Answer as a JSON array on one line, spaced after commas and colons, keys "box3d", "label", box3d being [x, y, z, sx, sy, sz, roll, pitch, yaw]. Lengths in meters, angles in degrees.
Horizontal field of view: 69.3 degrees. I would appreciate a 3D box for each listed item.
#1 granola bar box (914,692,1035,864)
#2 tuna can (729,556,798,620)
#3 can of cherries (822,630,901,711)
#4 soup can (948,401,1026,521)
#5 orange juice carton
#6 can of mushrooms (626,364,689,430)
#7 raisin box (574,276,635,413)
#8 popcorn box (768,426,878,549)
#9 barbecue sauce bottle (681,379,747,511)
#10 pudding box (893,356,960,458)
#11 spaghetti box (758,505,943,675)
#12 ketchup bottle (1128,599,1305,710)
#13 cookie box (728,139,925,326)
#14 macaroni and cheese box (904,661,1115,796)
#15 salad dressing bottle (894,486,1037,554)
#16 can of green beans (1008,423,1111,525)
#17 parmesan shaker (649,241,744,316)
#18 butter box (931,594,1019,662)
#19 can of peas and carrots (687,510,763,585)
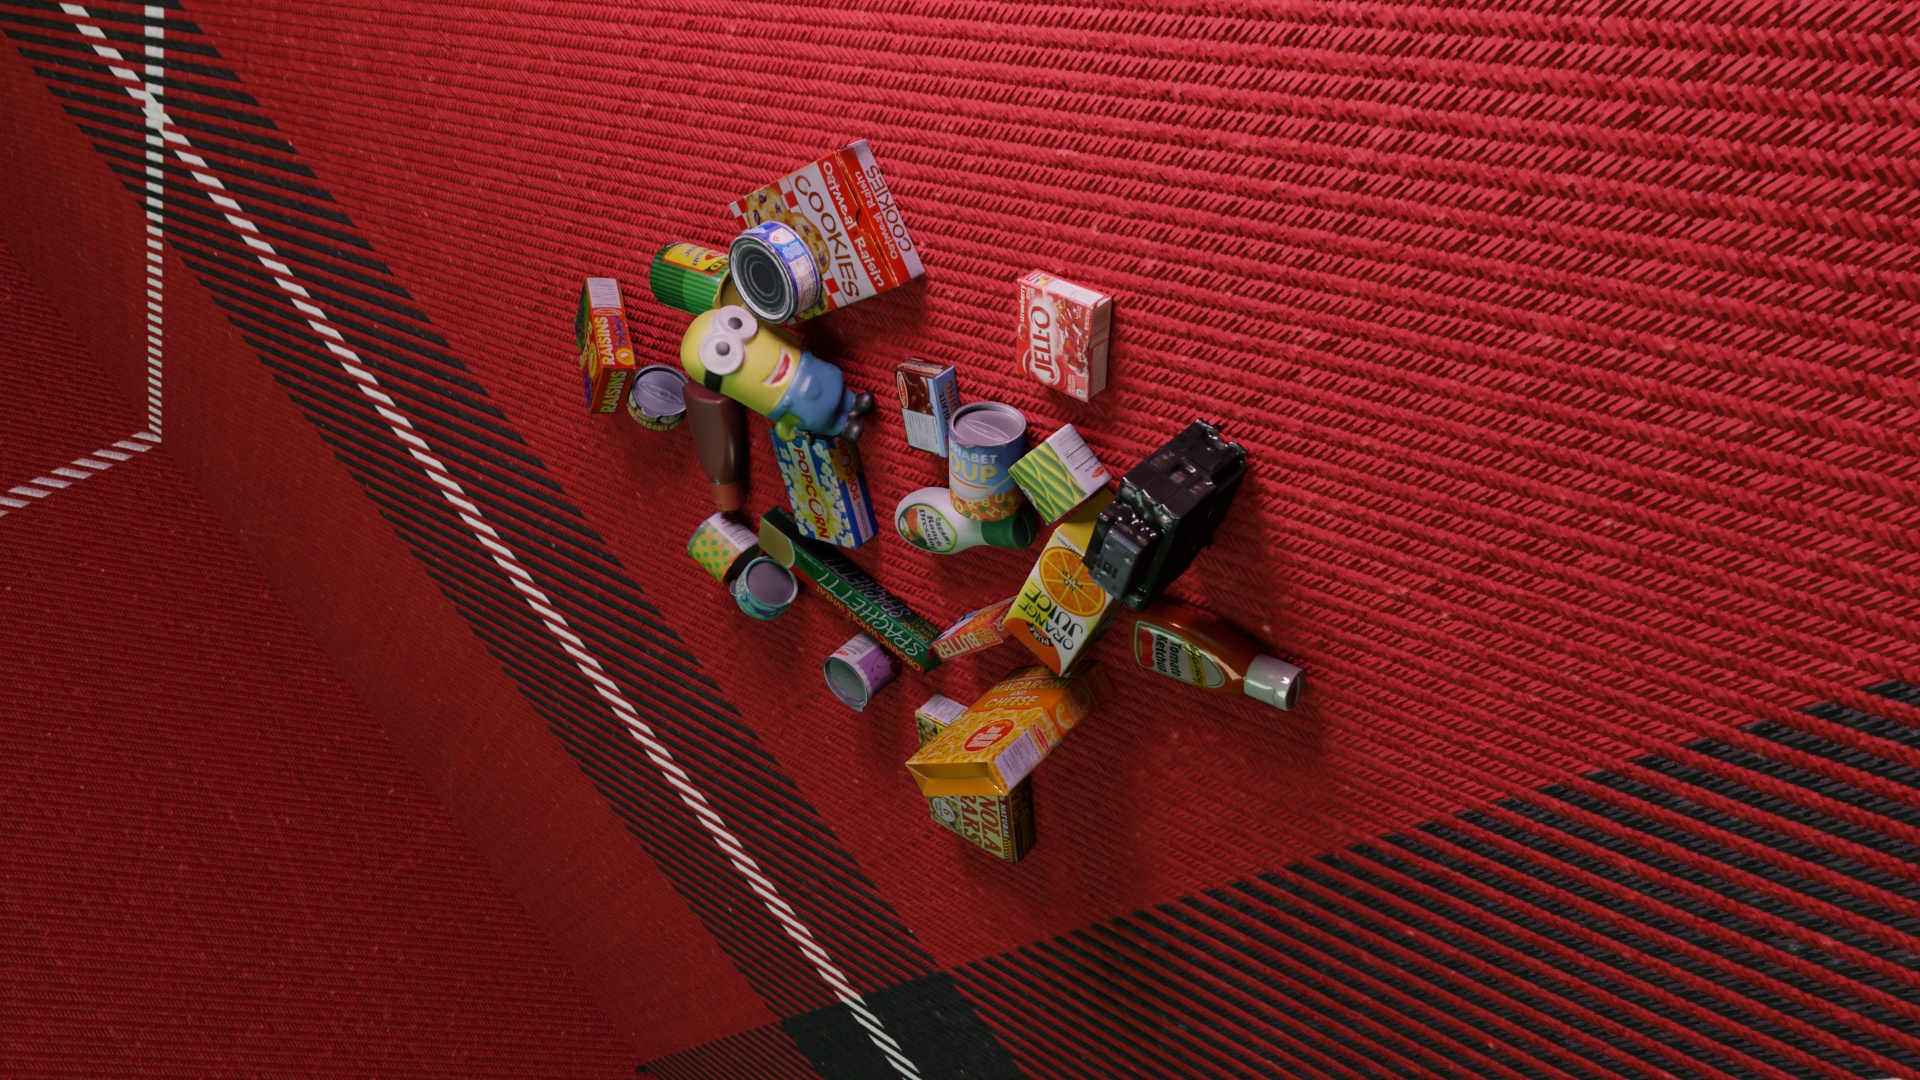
[{"box3d": [0.016, 0.257, 1.494, 0.124, 0.039, 0.164, 21, 133, 34], "label": "granola bar box"}, {"box3d": [-0.219, 0.053, 1.553, 0.071, 0.071, 0.032, 49, 141, 4], "label": "tuna can"}, {"box3d": [-0.107, 0.142, 1.515, 0.071, 0.059, 0.071, 26, 135, 29], "label": "can of cherries"}, {"box3d": [0.021, -0.067, 1.202, 0.071, 0.072, 0.083, 27, 136, 29], "label": "soup can"}, {"box3d": [0.099, 0.049, 1.212, 0.072, 0.073, 0.191, 42, 142, 13], "label": "orange juice carton"}, {"box3d": [-0.326, -0.153, 1.499, 0.071, 0.071, 0.033, 47, 144, 7], "label": "can of mushrooms"}, {"box3d": [-0.384, -0.209, 1.492, 0.085, 0.040, 0.124, -53, 47, 52], "label": "raisin box"}, {"box3d": [-0.137, -0.058, 1.403, 0.085, 0.038, 0.126, 14, 129, 41], "label": "popcorn box"}, {"box3d": [-0.259, -0.101, 1.493, 0.065, 0.044, 0.147, 24, 135, 32], "label": "barbecue sauce bottle"}, {"box3d": [-0.027, -0.119, 1.244, 0.050, 0.030, 0.083, 18, 131, 38], "label": "pudding box"}, {"box3d": [-0.118, 0.052, 1.480, 0.250, 0.029, 0.049, 36, 141, 21], "label": "spaghetti box"}, {"box3d": [0.212, 0.098, 1.156, 0.149, 0.044, 0.064, 21, 132, 34], "label": "ketchup bottle"}, {"box3d": [-0.119, -0.265, 1.215, 0.167, 0.040, 0.122, -7, 114, 49], "label": "cookie box"}, {"box3d": [0.047, 0.173, 1.288, 0.123, 0.167, 0.040, -12, 109, 50], "label": "macaroni and cheese box"}, {"box3d": [0.005, -0.016, 1.282, 0.147, 0.044, 0.064, 6, 122, 44], "label": "salad dressing bottle"}, {"box3d": [0.082, -0.055, 1.151, 0.058, 0.071, 0.071, 53, 143, 0], "label": "can of green beans"}, {"box3d": [-0.244, -0.246, 1.336, 0.103, 0.071, 0.071, 22, 133, 34], "label": "parmesan shaker"}, {"box3d": [0.020, 0.085, 1.340, 0.024, 0.053, 0.103, 56, 143, -7], "label": "butter box"}, {"box3d": [-0.265, 0.011, 1.569, 0.059, 0.071, 0.070, 40, 141, 15], "label": "can of peas and carrots"}]
